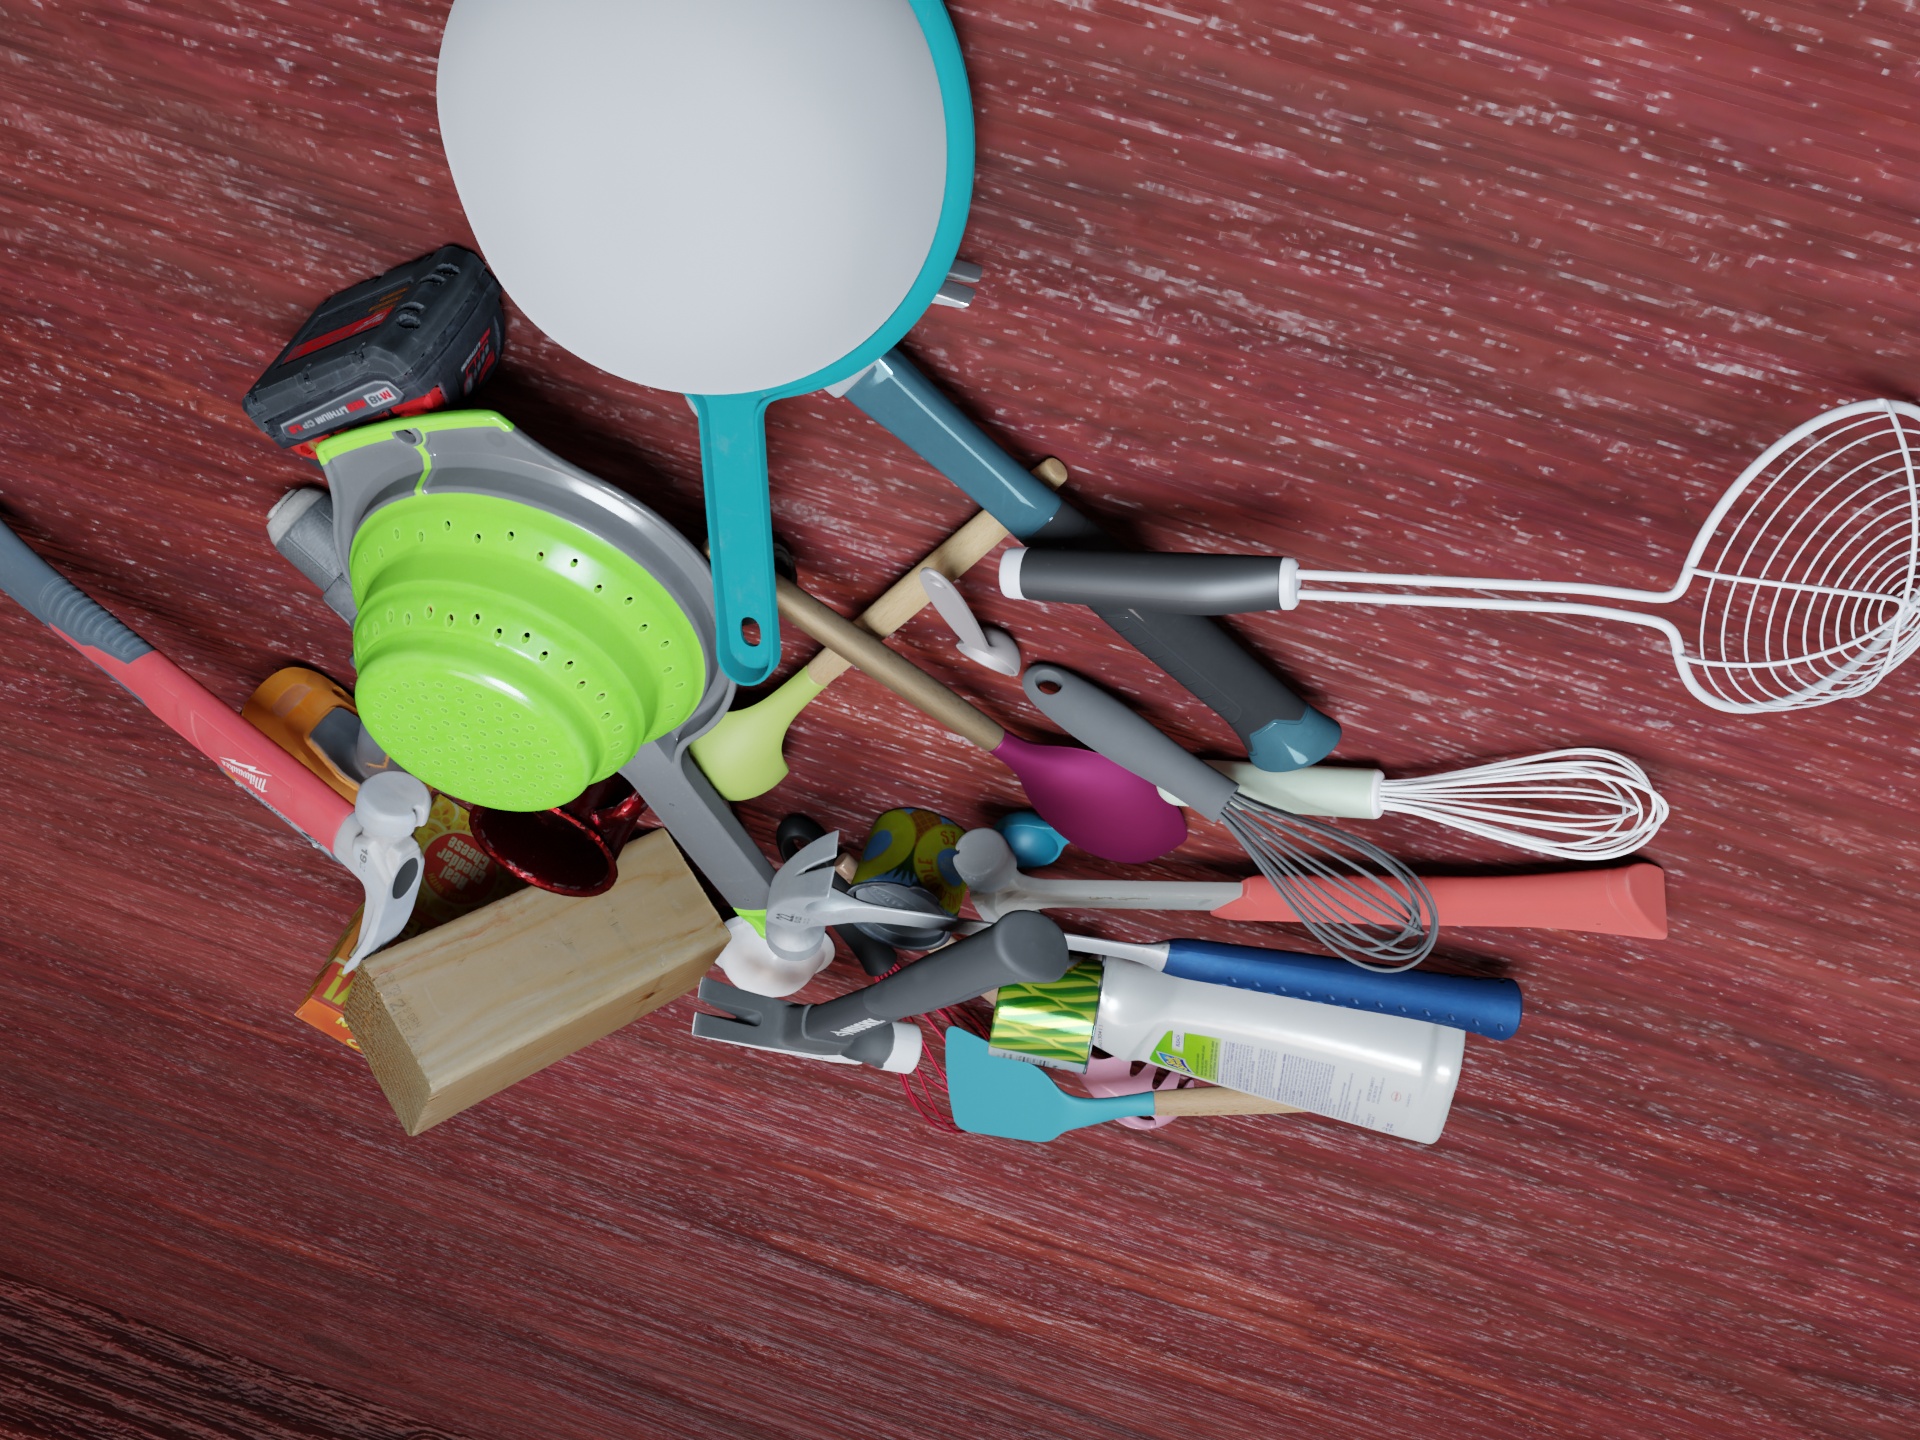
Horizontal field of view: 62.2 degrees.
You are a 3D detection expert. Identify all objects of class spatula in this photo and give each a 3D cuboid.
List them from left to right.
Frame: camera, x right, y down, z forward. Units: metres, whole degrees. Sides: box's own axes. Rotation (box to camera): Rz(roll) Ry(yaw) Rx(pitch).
[{"bbox_3d":[0.148,0.233,1.008,0.317,0.044,0.082,-3,113,4],"label":"spatula"}]

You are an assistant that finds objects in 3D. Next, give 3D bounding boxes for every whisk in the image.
[{"bbox_3d":[-0.044,0.172,1.038,0.073,0.073,0.295,-8,127,30],"label":"whisk"},{"bbox_3d":[0.127,0.043,0.781,0.239,0.055,0.055,35,143,14],"label":"whisk"},{"bbox_3d":[0.213,0.037,0.781,0.246,0.058,0.059,3,150,28],"label":"whisk"}]

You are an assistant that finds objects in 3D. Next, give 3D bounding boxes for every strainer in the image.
[{"bbox_3d":[-0.107,-0.147,0.599,0.211,0.095,0.340,8,122,14],"label":"strainer"},{"bbox_3d":[-0.139,0.113,1.024,0.087,0.050,0.258,-6,133,7],"label":"strainer"}]

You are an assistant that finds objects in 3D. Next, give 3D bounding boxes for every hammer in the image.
[{"bbox_3d":[-0.466,-0.010,0.923,0.386,0.038,0.143,35,128,11],"label":"hammer"},{"bbox_3d":[-0.037,0.146,0.848,0.146,0.035,0.334,14,158,-19],"label":"hammer"},{"bbox_3d":[0.044,-0.080,0.702,0.330,0.033,0.128,38,129,-20],"label":"hammer"},{"bbox_3d":[0.099,0.123,0.845,0.405,0.035,0.144,9,157,-4],"label":"hammer"},{"bbox_3d":[0.184,0.099,0.857,0.359,0.037,0.149,-1,154,19],"label":"hammer"}]

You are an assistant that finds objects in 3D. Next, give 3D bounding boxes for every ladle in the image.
[{"bbox_3d":[-0.055,-0.045,0.813,0.078,0.062,0.320,36,131,-20],"label":"ladle"}]

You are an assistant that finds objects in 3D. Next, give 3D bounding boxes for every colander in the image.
[{"bbox_3d":[-0.182,0.028,0.795,0.204,0.095,0.396,-4,139,24],"label":"colander"}]

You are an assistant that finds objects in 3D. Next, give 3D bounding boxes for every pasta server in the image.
[{"bbox_3d":[0.037,0.178,1.027,0.316,0.040,0.060,42,136,-22],"label":"pasta server"}]

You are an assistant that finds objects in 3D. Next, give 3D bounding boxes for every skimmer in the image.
[{"bbox_3d":[0.198,-0.066,0.638,0.363,0.090,0.127,5,127,21],"label":"skimmer"}]

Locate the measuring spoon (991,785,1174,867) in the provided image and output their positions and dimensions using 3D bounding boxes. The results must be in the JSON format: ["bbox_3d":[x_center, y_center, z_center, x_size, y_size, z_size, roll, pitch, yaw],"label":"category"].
[{"bbox_3d":[0.072,0.050,0.883,0.128,0.021,0.042,-22,132,28],"label":"measuring spoon"}]

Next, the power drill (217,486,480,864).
[{"bbox_3d":[-0.353,-0.023,0.929,0.185,0.084,0.226,44,131,-16],"label":"power drill"}]

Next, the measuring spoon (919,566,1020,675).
[{"bbox_3d":[0.005,-0.051,0.757,0.034,0.018,0.124,23,169,21],"label":"measuring spoon"}]

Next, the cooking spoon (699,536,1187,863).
[{"bbox_3d":[-0.001,-0.003,0.803,0.318,0.017,0.068,34,131,-29],"label":"cooking spoon"}]

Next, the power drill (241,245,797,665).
[{"bbox_3d":[-0.203,-0.110,0.768,0.188,0.080,0.226,-9,135,31],"label":"power drill"}]
